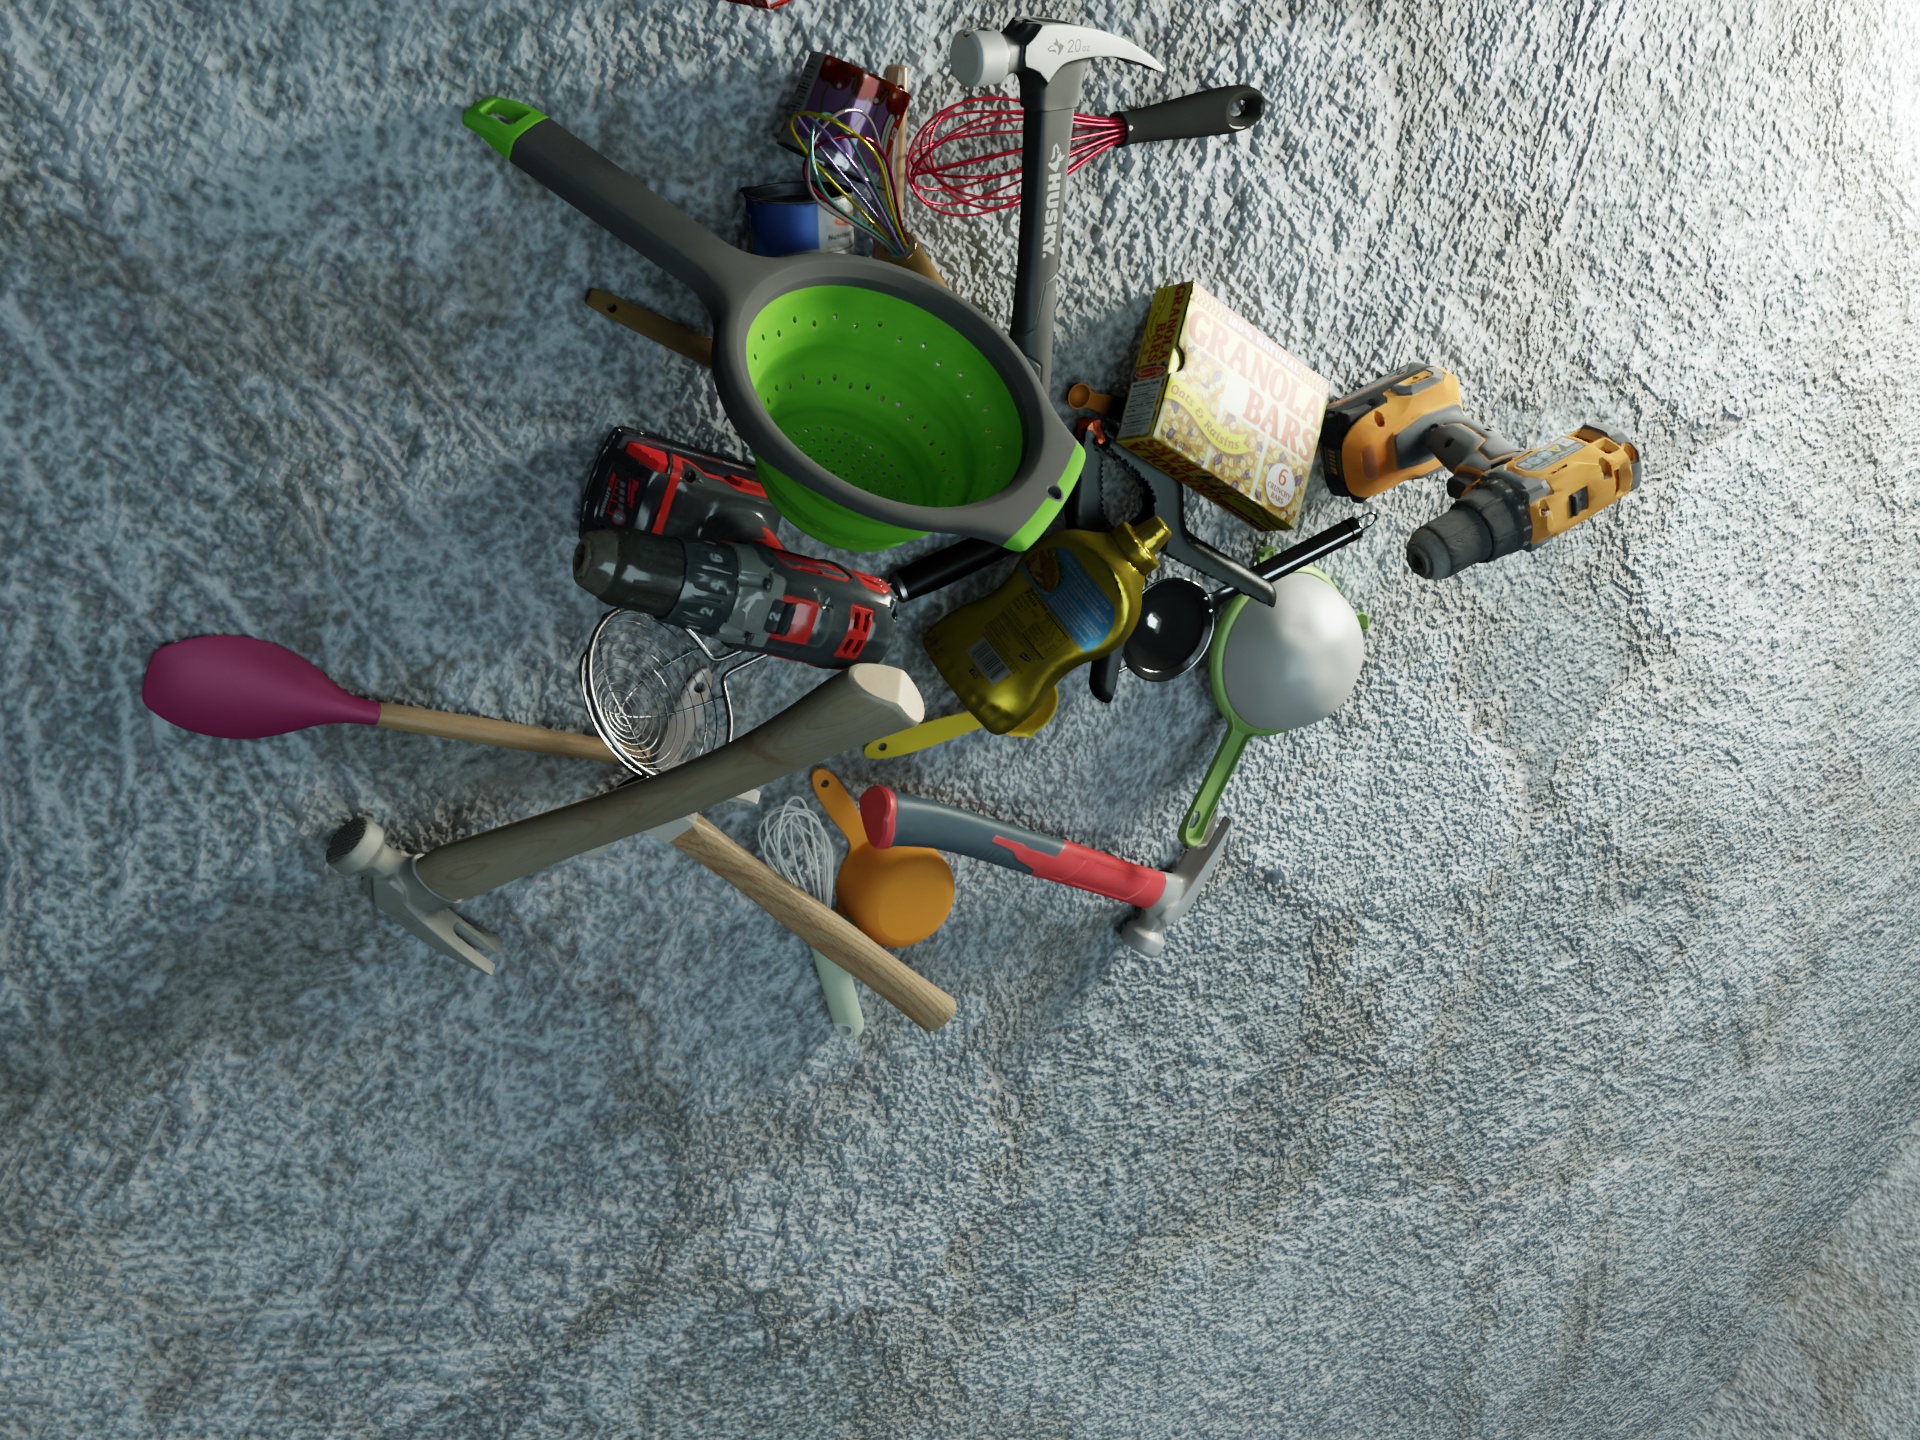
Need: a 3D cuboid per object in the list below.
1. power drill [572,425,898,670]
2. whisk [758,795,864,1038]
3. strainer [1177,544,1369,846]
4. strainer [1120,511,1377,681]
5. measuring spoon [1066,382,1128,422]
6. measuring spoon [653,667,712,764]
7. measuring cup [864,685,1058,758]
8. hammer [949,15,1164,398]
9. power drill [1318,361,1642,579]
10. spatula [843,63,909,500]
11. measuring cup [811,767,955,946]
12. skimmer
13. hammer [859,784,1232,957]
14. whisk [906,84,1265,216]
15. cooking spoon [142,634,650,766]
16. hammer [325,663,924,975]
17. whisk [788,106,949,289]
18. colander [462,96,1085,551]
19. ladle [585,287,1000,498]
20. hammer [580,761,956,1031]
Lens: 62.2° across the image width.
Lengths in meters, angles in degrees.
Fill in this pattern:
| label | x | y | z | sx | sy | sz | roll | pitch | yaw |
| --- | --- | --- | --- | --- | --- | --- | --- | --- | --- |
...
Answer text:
| label | x | y | z | sx | sy | sz | roll | pitch | yaw |
| --- | --- | --- | --- | --- | --- | --- | --- | --- | --- |
| power drill | -0.160 | -0.103 | 0.946 | 0.187 | 0.227 | 0.080 | 11 | 109 | -34 |
| whisk | -0.108 | 0.159 | 1.232 | 0.058 | 0.059 | 0.246 | 3 | 128 | 18 |
| strainer | 0.258 | -0.005 | 1.312 | 0.151 | 0.069 | 0.256 | 28 | 88 | -36 |
| strainer | 0.219 | -0.105 | 1.261 | 0.258 | 0.050 | 0.086 | -27 | 121 | -5 |
| measuring spoon | 0.123 | -0.230 | 1.180 | 0.116 | 0.011 | 0.021 | 8 | 111 | -36 |
| measuring spoon | -0.201 | 0.021 | 1.119 | 0.034 | 0.018 | 0.124 | 16 | 105 | -35 |
| measuring cup | -0.002 | -0.004 | 1.223 | 0.156 | 0.029 | 0.062 | -17 | 121 | -7 |
| hammer | 0.052 | -0.274 | 1.025 | 0.146 | 0.035 | 0.334 | -22 | 131 | -33 |
| power drill | 0.363 | -0.185 | 1.202 | 0.185 | 0.226 | 0.084 | -28 | 125 | -14 |
| spatula | -0.050 | -0.266 | 1.056 | 0.059 | 0.018 | 0.315 | -8 | 119 | -23 |
| measuring cup | -0.064 | 0.105 | 1.220 | 0.095 | 0.052 | 0.173 | -36 | 129 | -8 |
| skimmer | -0.087 | -0.071 | 1.091 | 0.363 | 0.090 | 0.127 | -26 | 93 | -19 |
| hammer | 0.074 | 0.096 | 1.272 | 0.386 | 0.038 | 0.143 | 21 | 102 | -44 |
| whisk | 0.088 | -0.387 | 1.051 | 0.296 | 0.073 | 0.073 | -21 | 124 | -27 |
| cooking spoon | -0.349 | 0.000 | 1.024 | 0.318 | 0.017 | 0.068 | 11 | 109 | -33 |
| hammer | -0.199 | 0.060 | 0.993 | 0.410 | 0.038 | 0.146 | -21 | 131 | 23 |
| whisk | -0.041 | -0.296 | 0.964 | 0.047 | 0.051 | 0.244 | -11 | 165 | 16 |
| colander | -0.122 | -0.213 | 0.922 | 0.397 | 0.205 | 0.094 | 35 | 139 | -2 |
| ladle | -0.097 | -0.210 | 1.040 | 0.315 | 0.031 | 0.069 | 20 | 107 | -29 |
| hammer | -0.118 | 0.137 | 1.162 | 0.130 | 0.031 | 0.331 | -33 | 125 | 25 |
